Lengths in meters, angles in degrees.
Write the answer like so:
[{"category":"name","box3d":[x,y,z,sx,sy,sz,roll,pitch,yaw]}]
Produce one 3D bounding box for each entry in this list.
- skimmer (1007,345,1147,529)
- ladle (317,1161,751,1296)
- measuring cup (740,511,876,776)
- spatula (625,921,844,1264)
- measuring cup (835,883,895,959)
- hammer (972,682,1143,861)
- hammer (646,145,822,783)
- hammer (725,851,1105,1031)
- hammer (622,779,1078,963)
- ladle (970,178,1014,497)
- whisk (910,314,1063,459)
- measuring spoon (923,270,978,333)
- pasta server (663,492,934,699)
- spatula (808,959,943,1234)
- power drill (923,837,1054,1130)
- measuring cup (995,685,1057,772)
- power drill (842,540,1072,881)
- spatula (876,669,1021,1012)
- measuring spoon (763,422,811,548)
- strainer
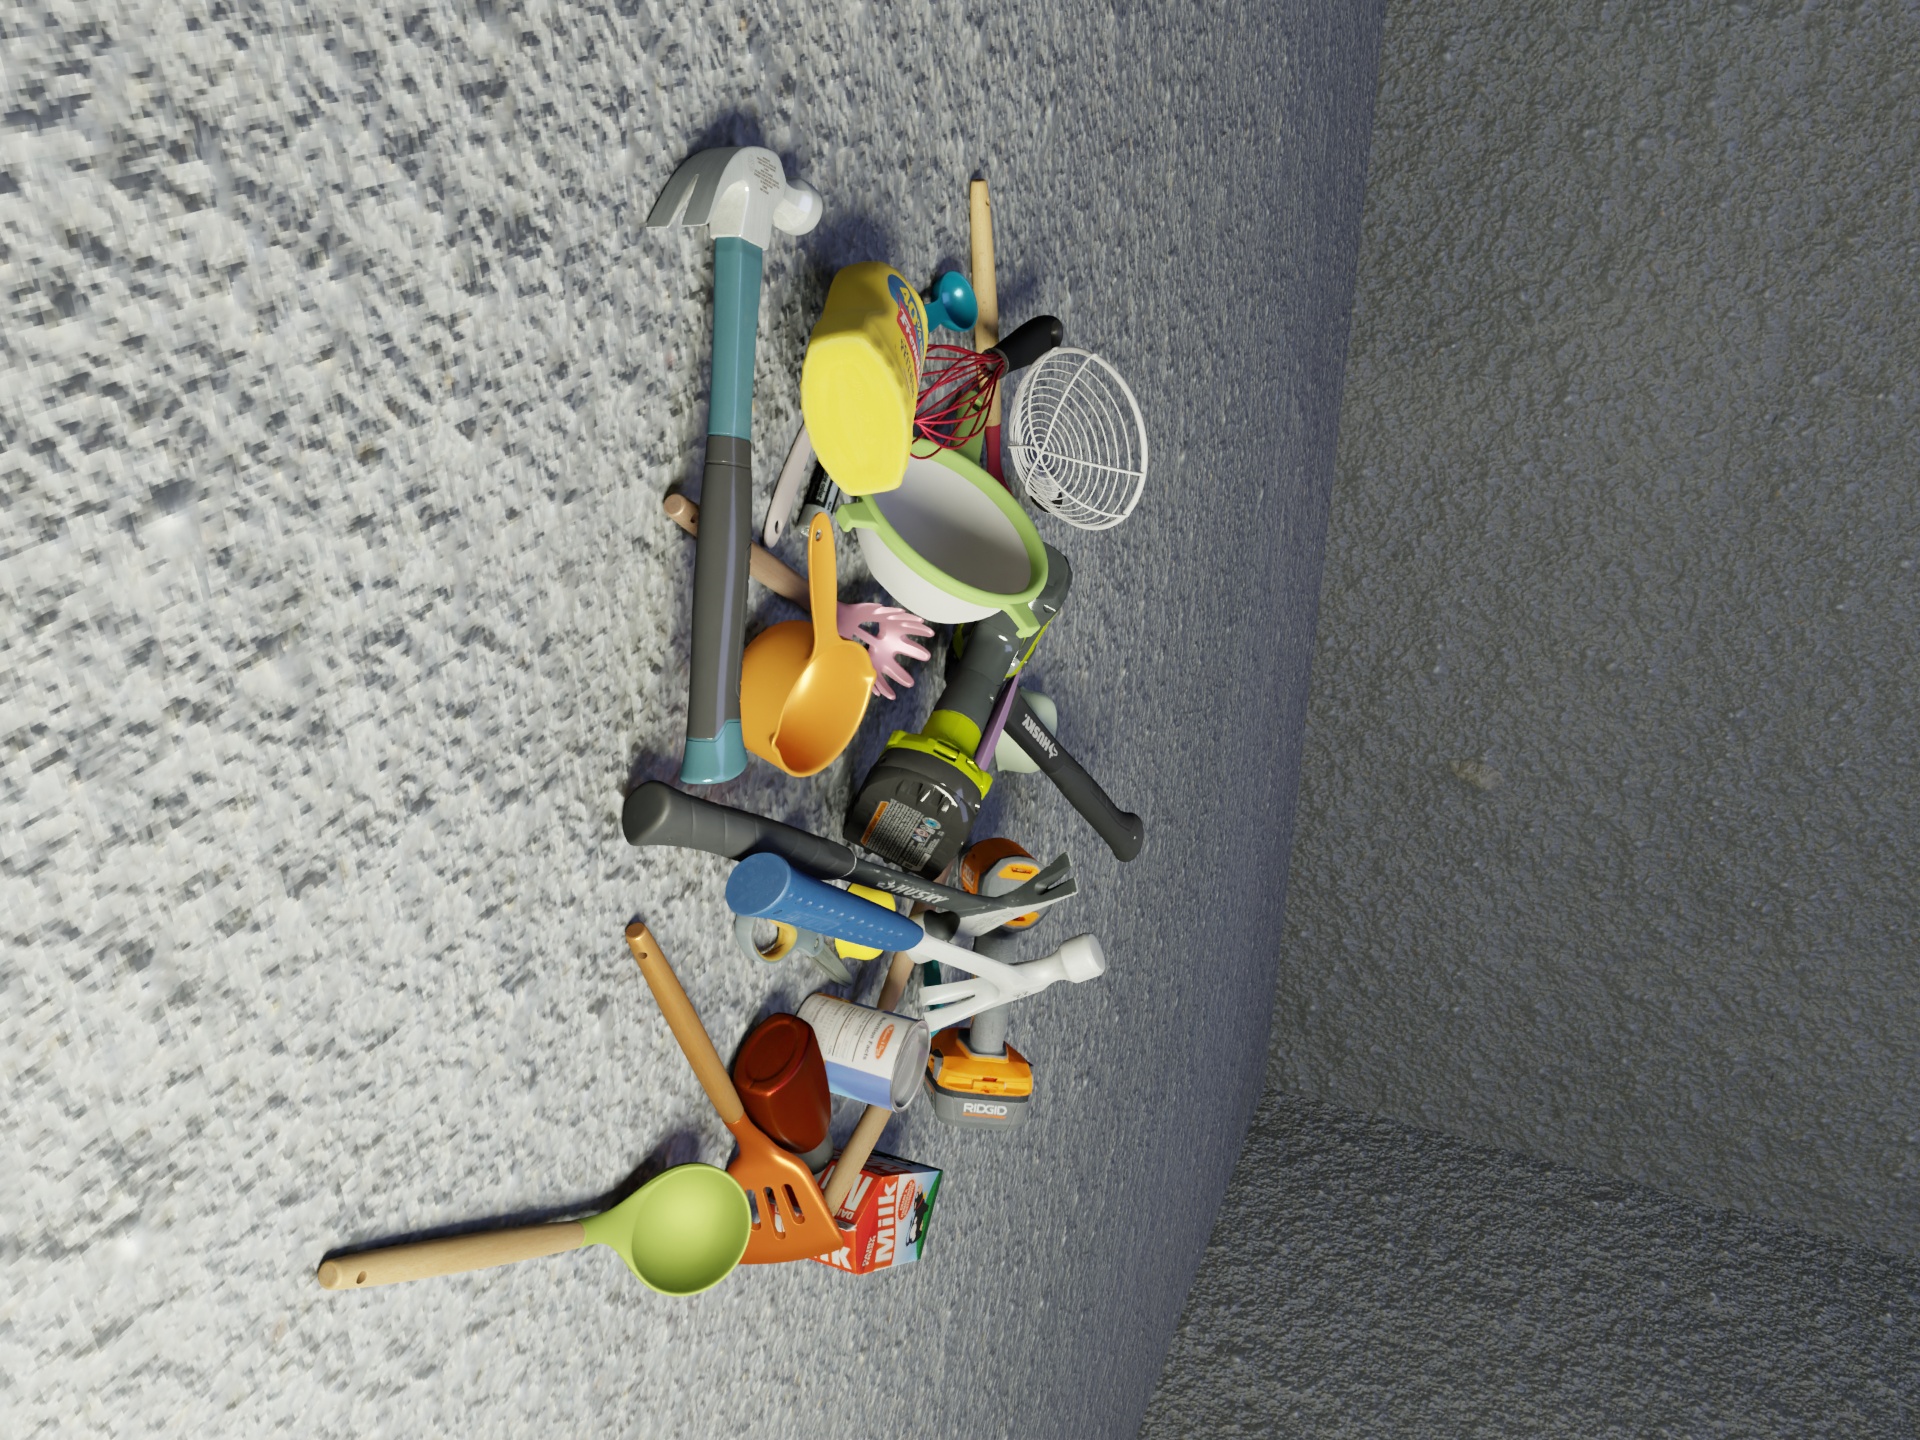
[{"category":"skimmer","box3d":[0.091,-0.197,1.221,0.363,0.090,0.127,-23,89,-84]},{"category":"ladle","box3d":[-0.206,0.274,0.827,0.320,0.062,0.078,30,74,-66]},{"category":"measuring cup","box3d":[-0.097,-0.050,0.924,0.095,0.052,0.173,-37,141,-42]},{"category":"spatula","box3d":[-0.147,0.236,0.977,0.041,0.081,0.322,-93,171,-47]},{"category":"measuring cup","box3d":[-0.053,0.160,1.217,0.156,0.029,0.062,39,64,-66]},{"category":"hammer","box3d":[0.087,0.047,1.413,0.334,0.035,0.146,47,62,-49]},{"category":"hammer","box3d":[-0.120,-0.133,0.829,0.128,0.033,0.331,-1,95,-68]},{"category":"hammer","box3d":[-0.036,0.149,1.055,0.405,0.144,0.035,34,36,-60]},{"category":"hammer","box3d":[-0.065,0.093,0.999,0.408,0.149,0.036,26,44,-58]},{"category":"ladle","box3d":[0.023,-0.251,1.213,0.069,0.031,0.315,-50,144,-49]},{"category":"whisk","box3d":[0.016,-0.246,1.120,0.296,0.073,0.073,-46,142,-56]},{"category":"measuring spoon","box3d":[-0.030,-0.270,1.078,0.129,0.021,0.042,-42,116,-46]},{"category":"pasta server","box3d":[-0.093,-0.077,0.973,0.060,0.040,0.316,-59,157,-1]},{"category":"spatula","box3d":[-0.058,0.266,1.201,0.318,0.044,0.082,-56,154,-56]},{"category":"power drill","box3d":[0.022,0.211,1.342,0.164,0.084,0.226,-148,-114,-79]},{"category":"measuring cup","box3d":[0.051,-0.004,1.399,0.167,0.038,0.083,55,50,-66]},{"category":"power drill","box3d":[-0.002,-0.004,1.158,0.229,0.080,0.190,-65,-177,-30]},{"category":"spatula","box3d":[-0.006,0.088,1.234,0.059,0.018,0.316,114,-2,-77]},{"category":"measuring spoon","box3d":[-0.092,-0.157,0.961,0.034,0.018,0.124,58,46,-63]},{"category":"strainer","box3d":[-0.015,-0.148,1.106,0.069,0.151,0.257,-49,-161,34]}]
